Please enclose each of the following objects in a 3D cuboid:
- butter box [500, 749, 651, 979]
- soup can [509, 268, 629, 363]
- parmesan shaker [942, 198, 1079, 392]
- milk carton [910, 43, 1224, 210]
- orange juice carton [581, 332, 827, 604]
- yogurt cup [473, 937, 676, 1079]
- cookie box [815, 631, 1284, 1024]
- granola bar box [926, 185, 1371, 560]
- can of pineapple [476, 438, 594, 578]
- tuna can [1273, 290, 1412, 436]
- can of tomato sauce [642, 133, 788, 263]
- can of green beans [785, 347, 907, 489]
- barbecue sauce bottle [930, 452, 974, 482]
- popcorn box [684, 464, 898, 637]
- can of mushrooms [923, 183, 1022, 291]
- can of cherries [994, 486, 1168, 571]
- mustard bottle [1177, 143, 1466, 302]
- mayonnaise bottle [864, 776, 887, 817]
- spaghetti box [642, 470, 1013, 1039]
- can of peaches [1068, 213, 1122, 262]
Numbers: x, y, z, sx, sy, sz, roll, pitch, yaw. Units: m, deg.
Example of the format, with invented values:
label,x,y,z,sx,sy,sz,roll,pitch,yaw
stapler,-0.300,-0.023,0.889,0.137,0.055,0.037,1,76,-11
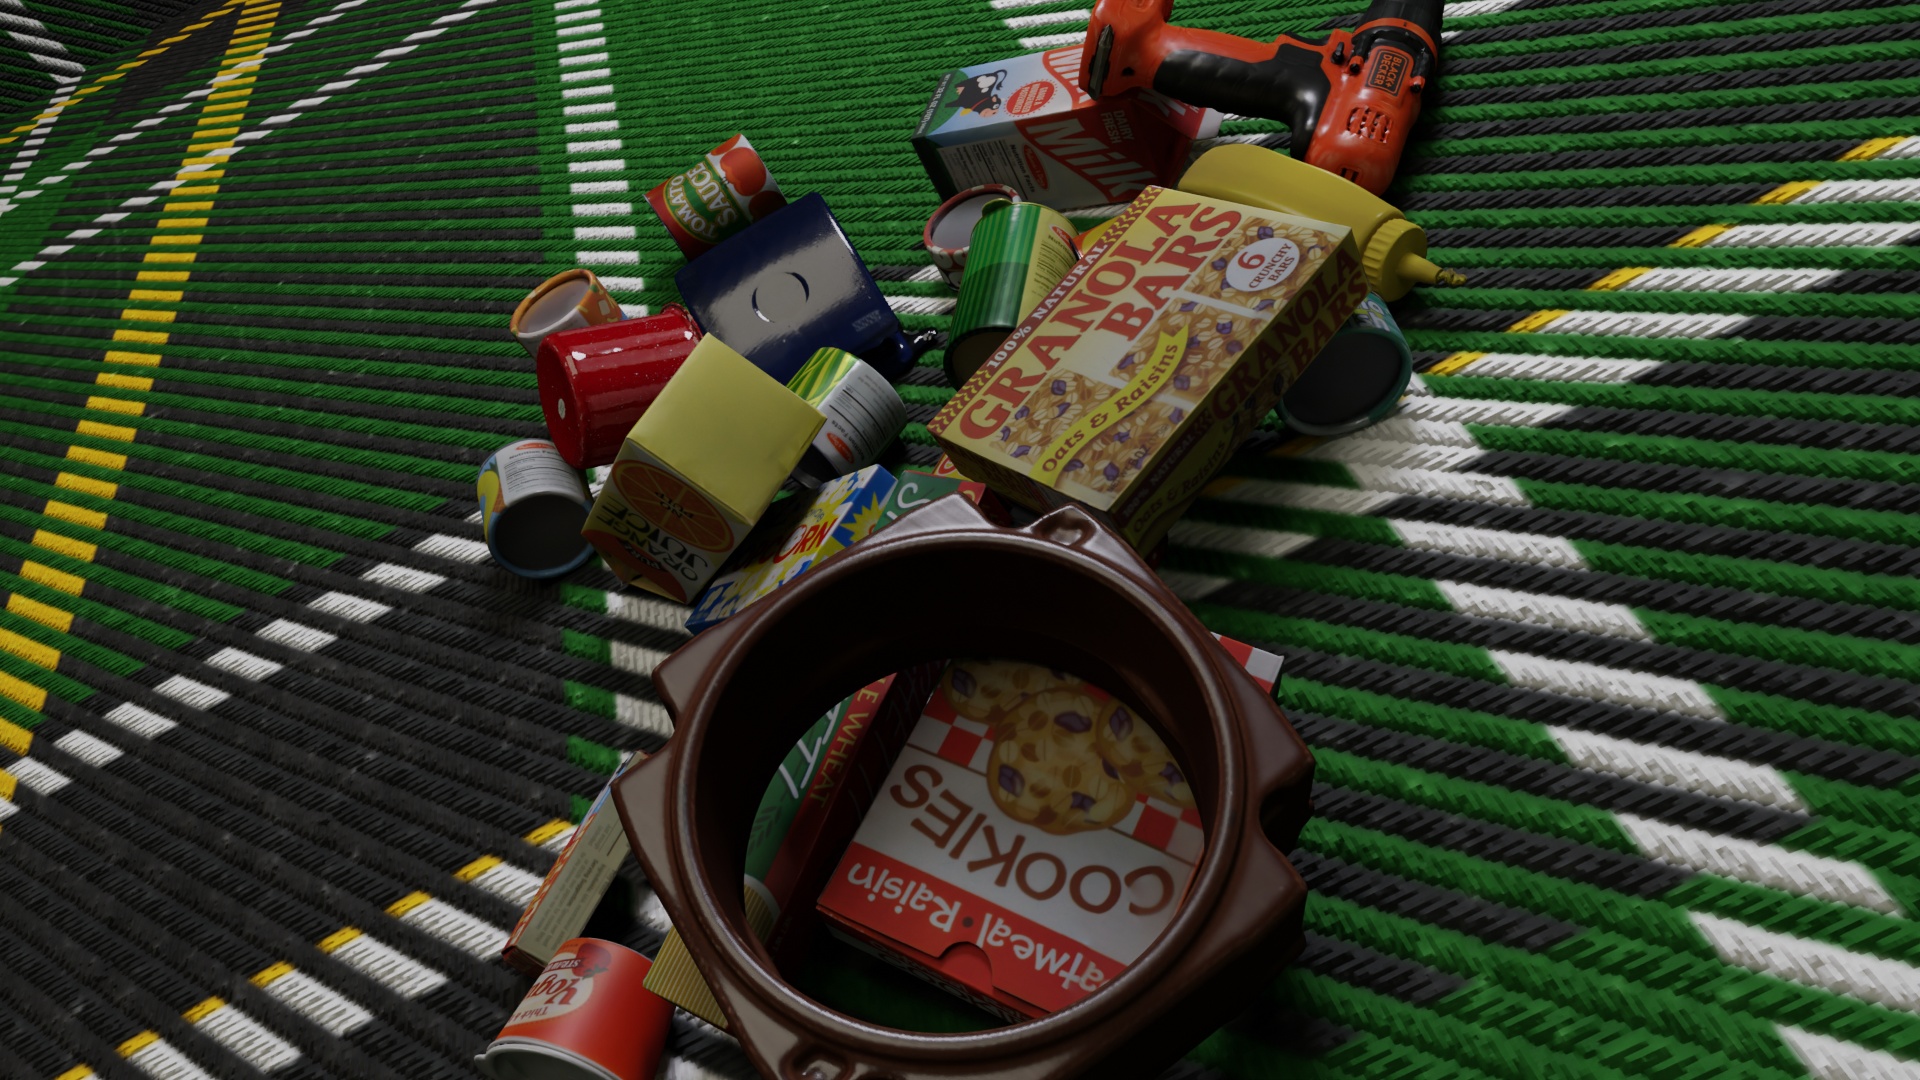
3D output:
label,x,y,z,sx,sy,sz,roll,pitch,yaw
butter box,-0.171,0.149,0.639,0.104,0.024,0.053,-62,11,-29
soup can,-0.246,-0.129,0.921,0.071,0.083,0.072,-17,44,17
parmesan shaker,0.028,-0.130,0.767,0.071,0.071,0.103,-9,47,24
milk carton,0.074,-0.255,0.856,0.190,0.073,0.073,0,52,30
orange juice carton,-0.143,-0.026,0.733,0.072,0.073,0.192,-59,10,-27
yogurt cup,-0.151,0.201,0.569,0.072,0.072,0.054,-6,40,26
cookie box,0.038,0.099,0.540,0.123,0.040,0.168,20,61,19
granola bar box,0.082,-0.080,0.618,0.166,0.039,0.124,-48,42,-13
can of pineapple,-0.254,-0.017,0.835,0.071,0.070,0.058,-32,42,0
tuna can,0.172,-0.084,0.638,0.071,0.071,0.033,-22,44,12
can of tomato sauce,-0.174,-0.242,0.996,0.083,0.071,0.071,-34,42,-3
can of green beans,-0.072,-0.064,0.769,0.071,0.071,0.058,19,62,41
barbecue sauce bottle,0.002,-0.009,0.688,0.065,0.043,0.149,12,58,41
popcorn box,-0.078,0.015,0.682,0.126,0.038,0.085,-14,38,57
can of mushrooms,0.011,-0.188,0.860,0.071,0.033,0.071,-16,45,17
can of cherries,0.059,-0.013,0.647,0.071,0.058,0.072,-17,43,17
mustard bottle,0.183,-0.155,0.706,0.049,0.065,0.160,-45,48,-14
mayonnaise bottle,-0.062,0.106,0.621,0.148,0.041,0.065,19,67,39
spaghetti box,-0.050,0.081,0.583,0.050,0.028,0.251,11,65,35
can of peaches,0.098,-0.142,0.742,0.058,0.071,0.071,-26,42,7
